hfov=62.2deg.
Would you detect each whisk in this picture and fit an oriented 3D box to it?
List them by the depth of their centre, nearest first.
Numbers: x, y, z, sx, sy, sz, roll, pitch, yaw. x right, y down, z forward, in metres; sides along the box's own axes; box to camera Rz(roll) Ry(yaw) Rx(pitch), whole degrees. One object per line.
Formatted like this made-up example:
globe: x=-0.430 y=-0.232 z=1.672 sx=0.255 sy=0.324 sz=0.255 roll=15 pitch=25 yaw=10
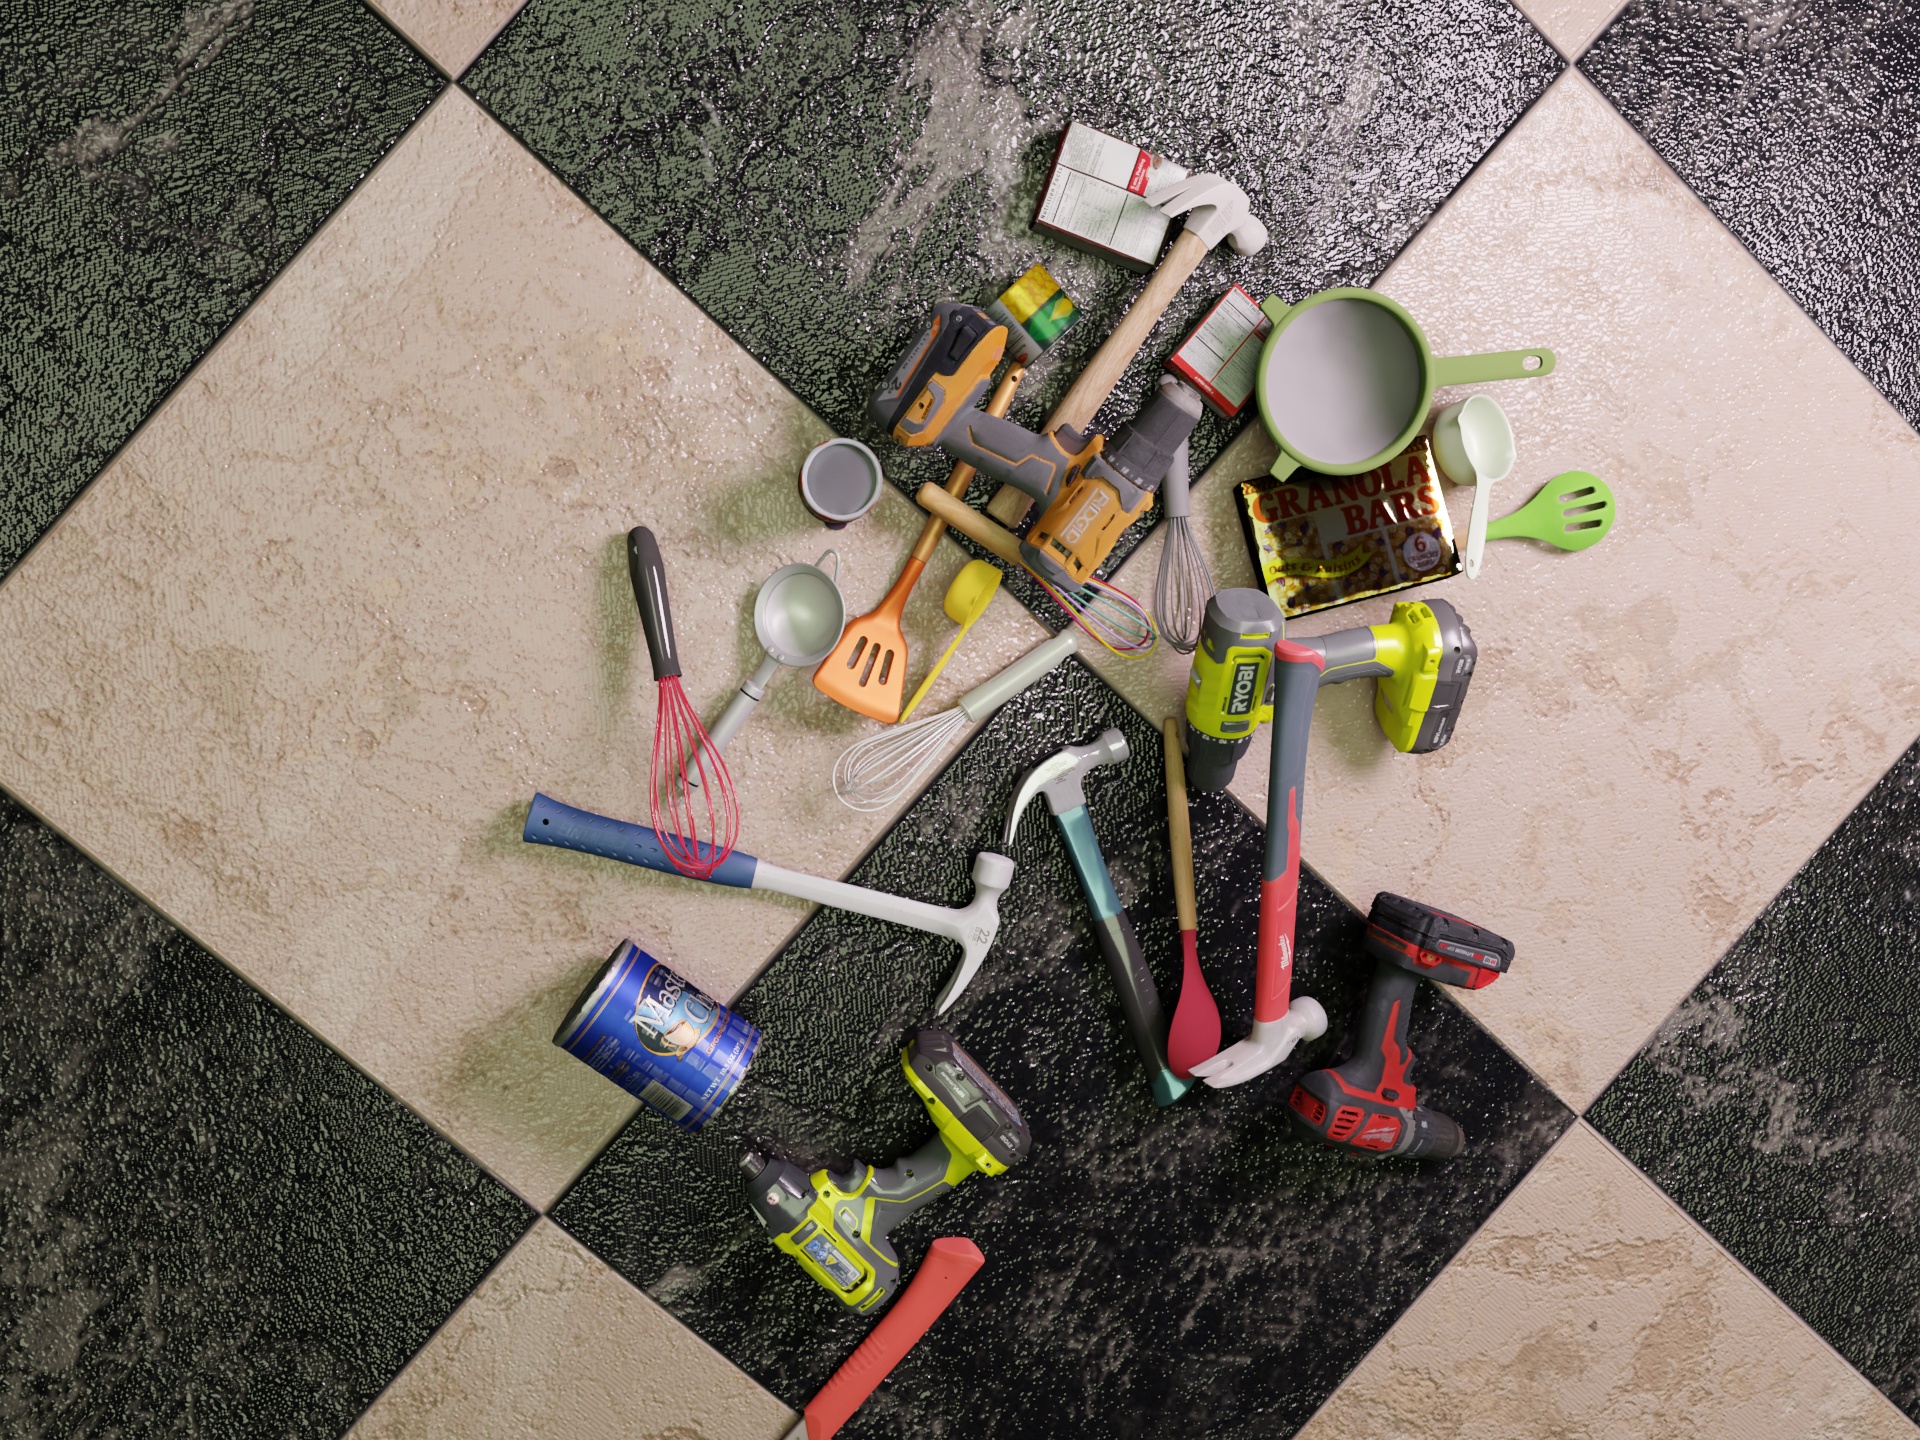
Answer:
whisk: x=-0.234 y=-0.016 z=1.296 sx=0.073 sy=0.073 sz=0.296 roll=-12 pitch=84 yaw=-6
whisk: x=0.067 y=-0.124 z=1.331 sx=0.245 sy=0.051 sz=0.047 roll=31 pitch=94 yaw=-15
whisk: x=-0.002 y=-0.004 z=1.348 sx=0.246 sy=0.058 sz=0.059 roll=-34 pitch=91 yaw=-7
whisk: x=0.185 y=-0.175 z=1.353 sx=0.055 sy=0.055 sz=0.239 roll=-5 pitch=93 yaw=-6

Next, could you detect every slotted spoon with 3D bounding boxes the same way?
slotted spoon: x=0.432 y=-0.155 z=1.394 sx=0.313 sy=0.031 sz=0.070 roll=-15 pitch=95 yaw=-4

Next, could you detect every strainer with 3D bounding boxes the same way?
strainer: x=-0.169 y=-0.032 z=1.328 sx=0.087 sy=0.050 sz=0.258 roll=38 pitch=97 yaw=20
strainer: x=0.364 y=-0.288 z=1.334 sx=0.256 sy=0.069 sz=0.151 roll=-7 pitch=101 yaw=-6

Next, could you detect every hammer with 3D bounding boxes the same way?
hammer: x=0.254 y=0.122 z=1.310 sx=0.143 sy=0.038 sz=0.386 roll=-18 pitch=119 yaw=-33
hammer: x=0.127 y=-0.303 z=1.316 sx=0.031 sy=0.130 sz=0.331 roll=41 pitch=99 yaw=34
hammer: x=-0.166 y=0.138 z=1.347 sx=0.405 sy=0.035 sz=0.144 roll=15 pitch=94 yaw=-8
hammer: x=0.135 y=0.181 z=1.388 sx=0.128 sy=0.033 sz=0.331 roll=-21 pitch=98 yaw=-5
hammer: x=-0.101 y=0.605 z=1.401 sx=0.149 sy=0.037 sz=0.359 roll=42 pitch=90 yaw=-9

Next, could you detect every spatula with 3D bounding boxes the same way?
spatula: x=-0.022 y=-0.155 z=1.332 sx=0.081 sy=0.041 sz=0.322 roll=27 pitch=91 yaw=-17

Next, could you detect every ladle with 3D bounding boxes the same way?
ladle: x=0.195 y=0.155 z=1.383 sx=0.069 sy=0.031 sz=0.315 roll=-3 pitch=88 yaw=-46

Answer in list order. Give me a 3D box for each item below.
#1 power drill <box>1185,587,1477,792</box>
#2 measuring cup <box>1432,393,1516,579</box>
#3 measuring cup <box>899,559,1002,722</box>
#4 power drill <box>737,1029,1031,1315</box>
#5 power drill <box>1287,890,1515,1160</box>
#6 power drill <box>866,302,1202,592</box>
power drill: x=0.301 y=-0.022 z=1.346 sx=0.228 sy=0.080 sz=0.190 roll=-3 pitch=128 yaw=-10
measuring cup: x=0.431 y=-0.196 z=1.357 sx=0.083 sy=0.038 sz=0.168 roll=21 pitch=73 yaw=-33
measuring cup: x=-0.018 y=-0.068 z=1.343 sx=0.029 sy=0.062 sz=0.156 roll=35 pitch=102 yaw=8
power drill: x=-0.066 y=0.380 z=1.364 sx=0.223 sy=0.080 sz=0.171 roll=-42 pitch=99 yaw=2
power drill: x=0.401 y=0.281 z=1.400 sx=0.187 sy=0.080 sz=0.226 roll=20 pitch=94 yaw=-28
power drill: x=0.062 y=-0.238 z=1.260 sx=0.226 sy=0.084 sz=0.185 roll=40 pitch=110 yaw=4
